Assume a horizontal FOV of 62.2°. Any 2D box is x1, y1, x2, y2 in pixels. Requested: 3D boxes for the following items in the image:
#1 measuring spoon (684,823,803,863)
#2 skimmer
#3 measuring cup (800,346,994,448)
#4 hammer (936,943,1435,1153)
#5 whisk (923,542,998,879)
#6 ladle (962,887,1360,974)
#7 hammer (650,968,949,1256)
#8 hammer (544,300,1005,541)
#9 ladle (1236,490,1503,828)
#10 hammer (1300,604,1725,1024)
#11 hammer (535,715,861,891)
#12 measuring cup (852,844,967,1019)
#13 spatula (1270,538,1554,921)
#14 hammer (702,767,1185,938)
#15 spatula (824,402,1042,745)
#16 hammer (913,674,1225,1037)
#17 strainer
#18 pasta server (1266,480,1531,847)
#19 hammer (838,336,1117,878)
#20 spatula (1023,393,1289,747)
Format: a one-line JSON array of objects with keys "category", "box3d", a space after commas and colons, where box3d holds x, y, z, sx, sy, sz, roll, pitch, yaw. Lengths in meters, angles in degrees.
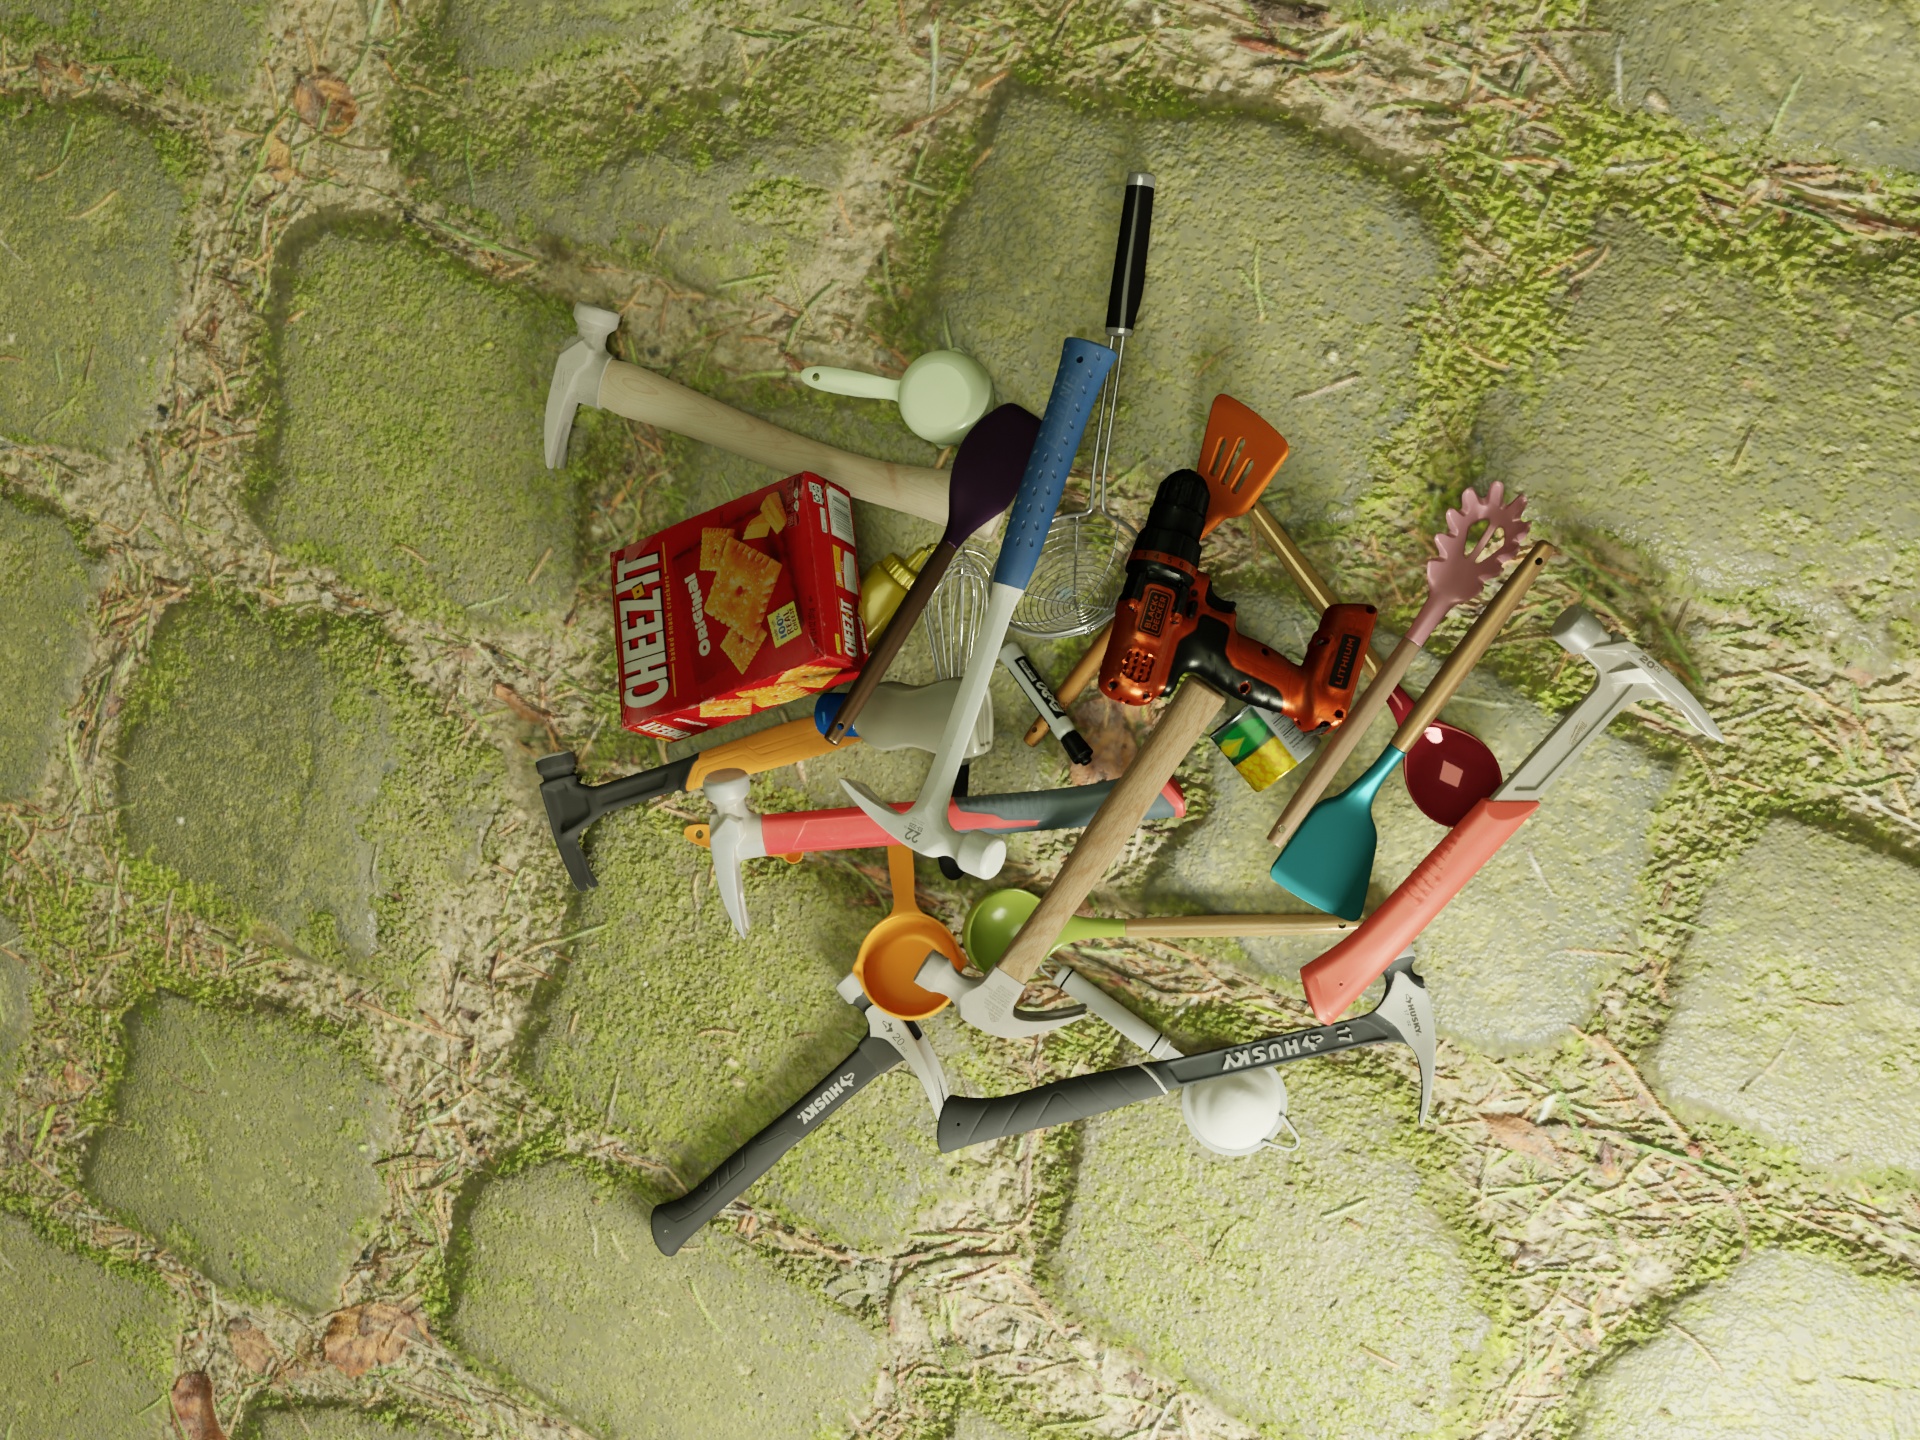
[{"category": "measuring spoon", "box3d": [-0.190, 0.108, 1.403, 0.117, 0.011, 0.021, 9, 90, 18]}, {"category": "skimmer", "box3d": [0.101, -0.244, 1.230, 0.127, 0.090, 0.363, 12, 99, 31]}, {"category": "measuring cup", "box3d": [-0.057, -0.271, 1.299, 0.167, 0.038, 0.083, 11, 100, 12]}, {"category": "hammer", "box3d": [0.175, 0.285, 1.266, 0.409, 0.036, 0.149, -16, 76, 11]}, {"category": "whisk", "box3d": [-0.003, -0.004, 1.314, 0.070, 0.070, 0.284, 6, 103, 15]}, {"category": "ladle", "box3d": [0.159, 0.170, 1.288, 0.320, 0.062, 0.078, -3, 95, 13]}, {"category": "hammer", "box3d": [-0.155, 0.372, 1.412, 0.334, 0.035, 0.146, -43, 84, 16]}, {"category": "hammer", "box3d": [-0.160, -0.222, 1.337, 0.411, 0.038, 0.146, 21, 104, 12]}, {"category": "ladle", "box3d": [0.310, -0.052, 1.232, 0.069, 0.031, 0.315, -37, 85, 14]}, {"category": "hammer", "box3d": [0.392, 0.093, 1.187, 0.149, 0.037, 0.359, 38, 100, -9]}, {"category": "hammer", "box3d": [-0.210, 0.046, 1.384, 0.337, 0.034, 0.127, -18, 87, 16]}, {"category": "measuring cup", "box3d": [-0.046, 0.169, 1.351, 0.095, 0.052, 0.174, -6, 73, -1]}, {"category": "spatula", "box3d": [0.346, 0.004, 1.187, 0.082, 0.044, 0.317, 29, 108, -8]}, {"category": "hammer", "box3d": [-0.010, 0.095, 1.298, 0.386, 0.038, 0.143, -5, 109, 4]}, {"category": "spatula", "box3d": [-0.024, -0.118, 1.249, 0.059, 0.018, 0.316, 31, 77, -5]}, {"category": "hammer", "box3d": [0.104, 0.110, 1.253, 0.130, 0.031, 0.331, 34, 101, 0]}, {"category": "strainer", "box3d": [0.169, 0.274, 1.307, 0.258, 0.050, 0.087, 35, 89, 12]}, {"category": "pasta server", "box3d": [0.324, -0.038, 1.198, 0.060, 0.040, 0.316, 35, 94, 20]}, {"category": "hammer", "box3d": [0.028, -0.094, 1.211, 0.144, 0.035, 0.405, 20, 92, 28]}, {"category": "spatula", "box3d": [0.143, -0.106, 1.264, 0.081, 0.041, 0.322, 47, 110, 30]}]
